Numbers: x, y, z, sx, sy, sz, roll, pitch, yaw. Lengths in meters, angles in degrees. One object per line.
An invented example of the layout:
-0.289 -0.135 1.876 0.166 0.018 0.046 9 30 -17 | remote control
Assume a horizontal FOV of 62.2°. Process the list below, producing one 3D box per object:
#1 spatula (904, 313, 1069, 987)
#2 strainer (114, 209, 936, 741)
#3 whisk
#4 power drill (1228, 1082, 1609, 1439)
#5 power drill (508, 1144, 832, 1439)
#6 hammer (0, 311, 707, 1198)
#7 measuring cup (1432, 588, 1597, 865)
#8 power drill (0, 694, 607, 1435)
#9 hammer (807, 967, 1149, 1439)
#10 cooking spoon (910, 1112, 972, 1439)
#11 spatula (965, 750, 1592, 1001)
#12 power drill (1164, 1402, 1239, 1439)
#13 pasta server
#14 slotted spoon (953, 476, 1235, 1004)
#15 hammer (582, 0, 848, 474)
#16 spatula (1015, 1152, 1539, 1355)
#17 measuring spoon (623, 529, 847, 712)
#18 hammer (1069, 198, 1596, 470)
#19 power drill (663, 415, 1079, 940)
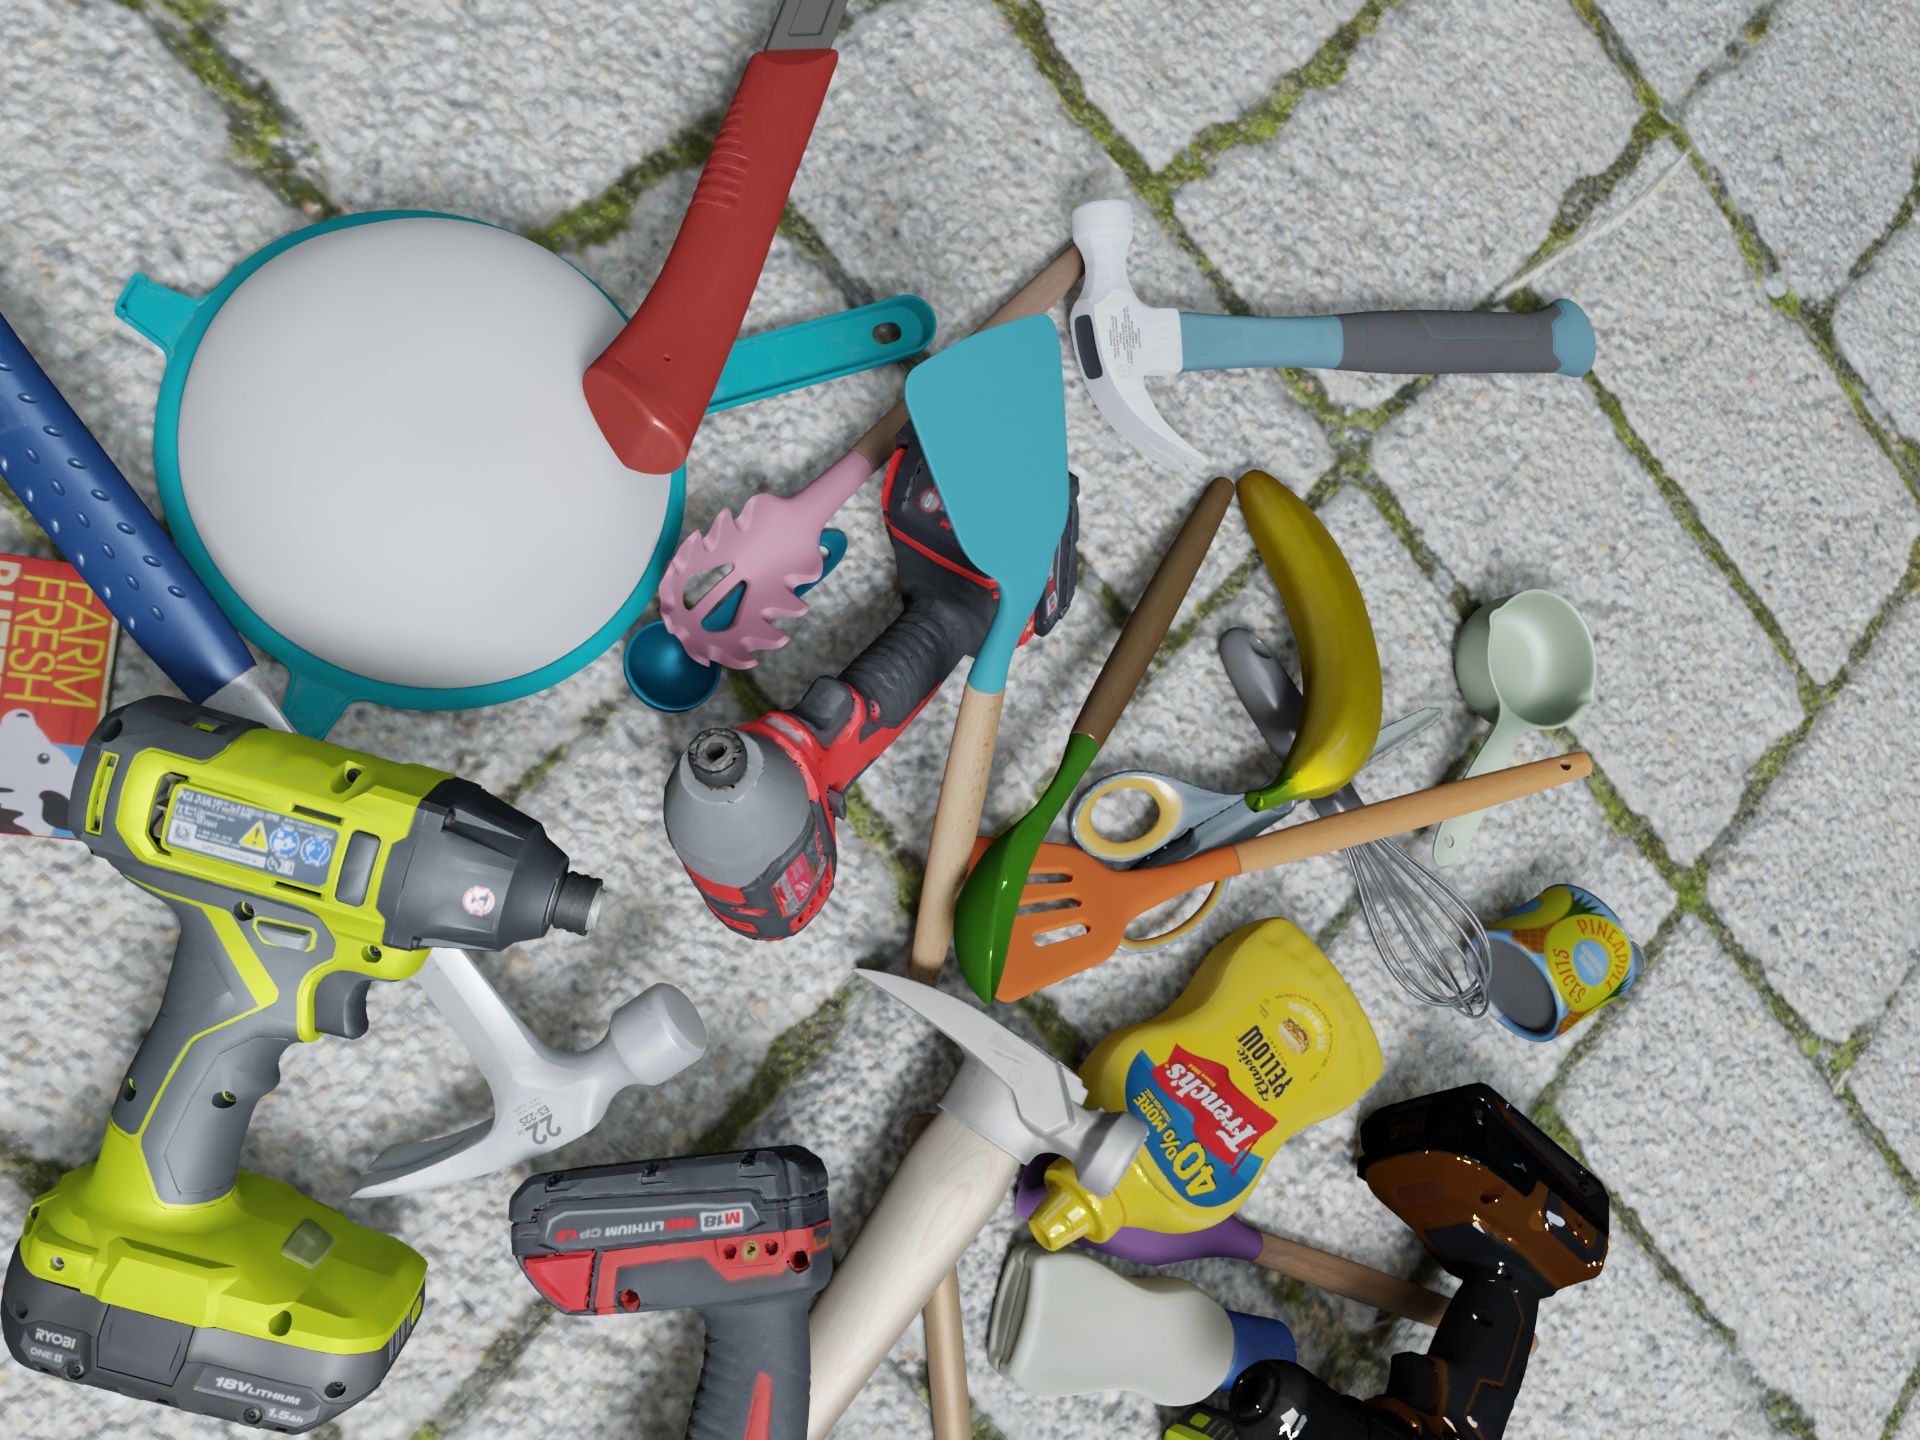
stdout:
-0.001 -0.002 0.634 0.044 0.317 0.082 33 44 24 | spatula
-0.148 -0.134 0.651 0.340 0.095 0.211 -21 94 -22 | strainer
0.202 0.052 0.813 0.055 0.055 0.239 -35 95 -22 | whisk
0.215 0.281 0.737 0.185 0.084 0.226 40 49 -15 | power drill
-0.125 0.285 0.603 0.188 0.080 0.227 -7 76 2 | power drill
-0.266 0.000 0.581 0.144 0.035 0.405 -33 101 6 | hammer
0.283 0.006 0.856 0.083 0.038 0.168 36 75 -17 | measuring cup
-0.230 0.119 0.552 0.171 0.080 0.223 17 98 -4 | power drill
-0.092 0.300 0.653 0.146 0.038 0.411 32 78 13 | hammer
-0.002 0.337 0.713 0.068 0.017 0.319 -4 88 -24 | cooking spoon
0.154 0.057 0.749 0.322 0.041 0.081 -14 67 -9 | spatula
0.061 0.401 0.691 0.228 0.080 0.190 -21 93 -28 | power drill
-0.025 -0.135 0.726 0.316 0.040 0.060 -47 109 -24 | pasta server
0.067 -0.007 0.734 0.031 0.070 0.314 20 56 17 | slotted spoon
-0.072 -0.251 0.677 0.149 0.036 0.359 24 60 -19 | hammer
0.167 0.266 0.792 0.315 0.018 0.060 25 72 -18 | spatula
-0.098 -0.046 0.710 0.042 0.021 0.128 49 60 0 | measuring spoon
0.206 -0.200 0.836 0.331 0.033 0.128 -7 96 -26 | hammer
-0.040 -0.019 0.662 0.078 0.143 0.220 31 70 17 | power drill
